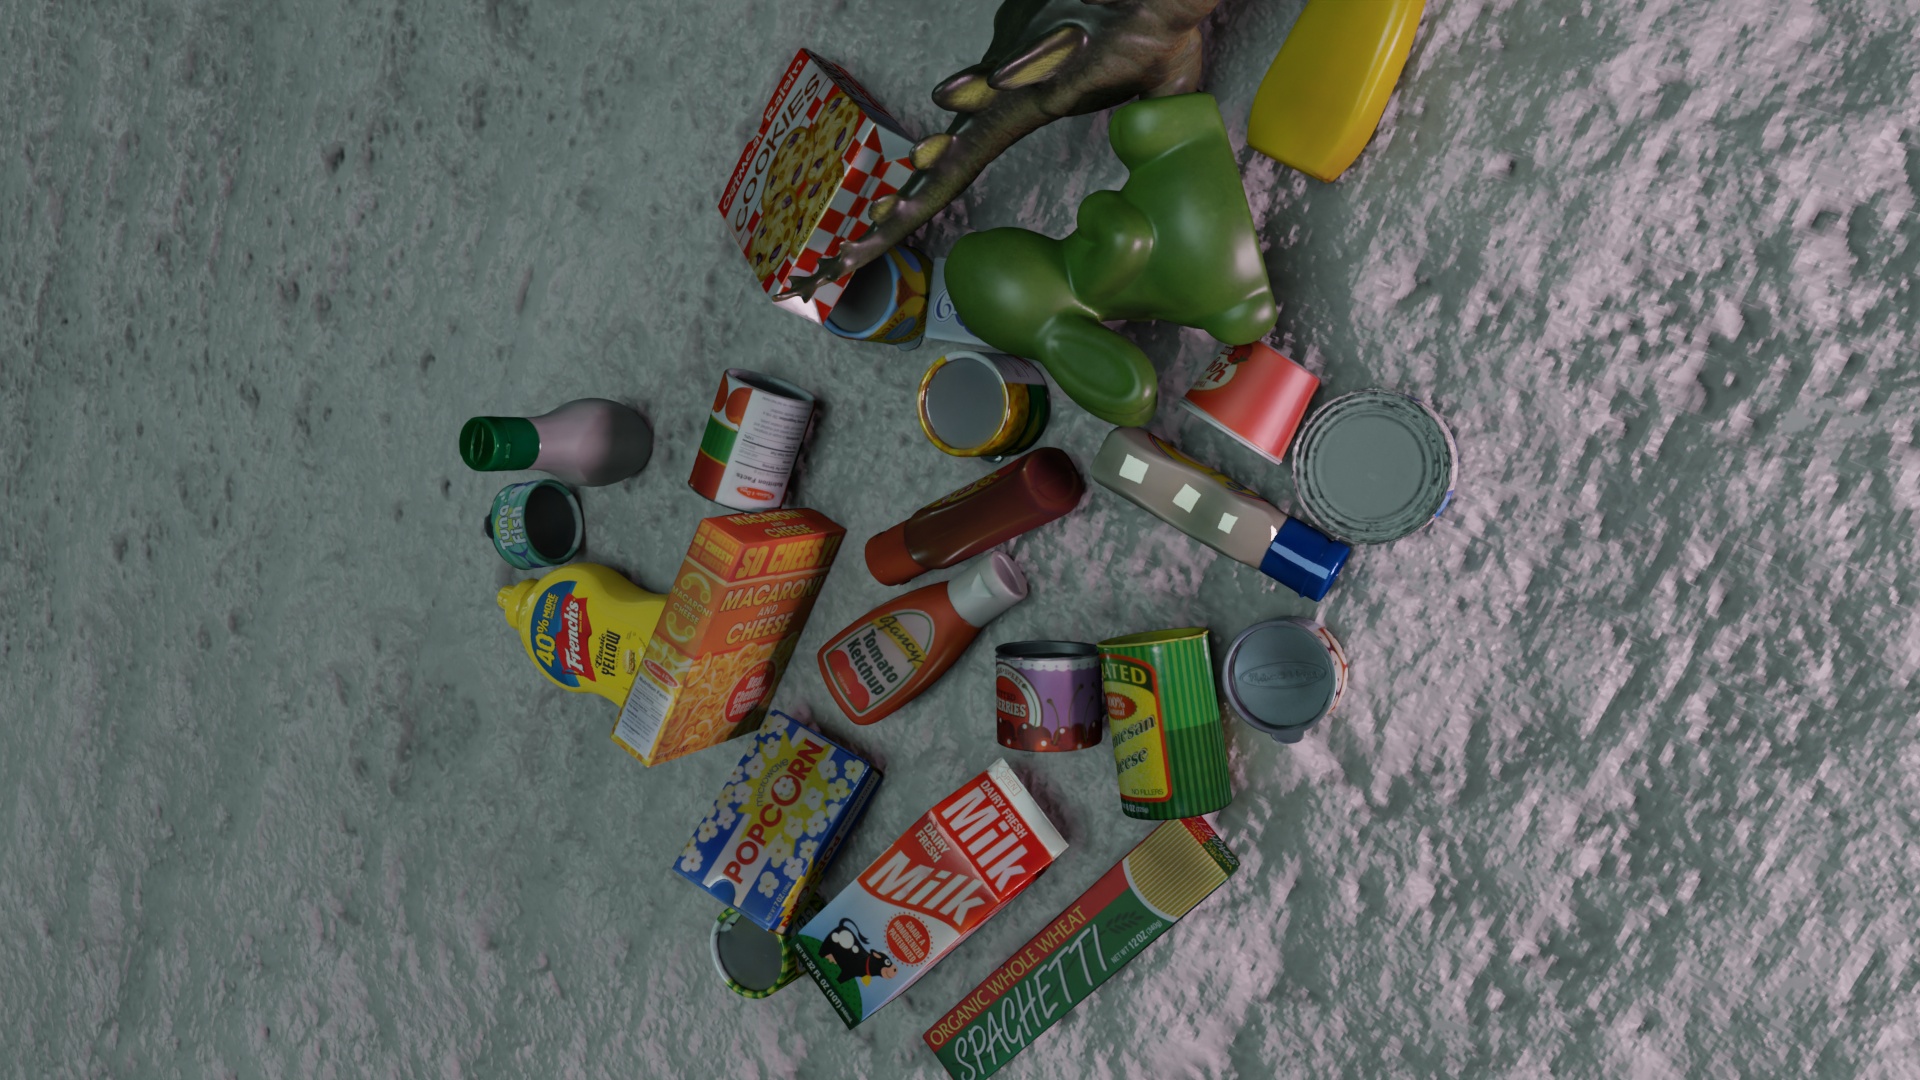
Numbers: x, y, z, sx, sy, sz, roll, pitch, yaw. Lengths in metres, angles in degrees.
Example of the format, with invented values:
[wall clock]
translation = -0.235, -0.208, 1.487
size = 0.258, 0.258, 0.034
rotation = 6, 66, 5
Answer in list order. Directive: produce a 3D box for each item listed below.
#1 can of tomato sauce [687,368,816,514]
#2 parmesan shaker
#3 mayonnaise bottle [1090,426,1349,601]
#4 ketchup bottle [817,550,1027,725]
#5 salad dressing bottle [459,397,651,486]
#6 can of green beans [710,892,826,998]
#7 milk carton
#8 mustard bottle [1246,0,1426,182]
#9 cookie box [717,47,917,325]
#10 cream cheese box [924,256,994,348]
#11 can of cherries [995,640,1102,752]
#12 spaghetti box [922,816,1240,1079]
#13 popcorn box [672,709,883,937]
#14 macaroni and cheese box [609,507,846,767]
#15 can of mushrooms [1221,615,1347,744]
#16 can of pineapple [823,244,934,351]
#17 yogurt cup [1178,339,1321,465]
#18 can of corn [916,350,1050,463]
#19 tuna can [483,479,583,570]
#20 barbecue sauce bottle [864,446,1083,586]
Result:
[can of tomato sauce]
translation = -0.142, -0.068, 0.944
size = 0.071, 0.071, 0.083
rotation = 26, 105, 24
[parmesan shaker]
translation = 0.122, 0.107, 0.815
size = 0.071, 0.071, 0.103
rotation = -9, 90, 28
[mayonnaise bottle]
translation = 0.149, -0.017, 0.799
size = 0.148, 0.065, 0.041
rotation = 31, 104, 18
[ketchup bottle]
translation = -0.023, 0.060, 0.903
size = 0.148, 0.043, 0.065
rotation = -36, 77, 24
[salad dressing bottle]
translation = -0.280, -0.068, 0.969
size = 0.044, 0.148, 0.064
rotation = 18, 102, 26
[can of green beans]
translation = -0.131, 0.277, 0.966
size = 0.071, 0.058, 0.071
rotation = 2, 95, 27
[milk carton]
translation = -0.015, 0.223, 0.893
size = 0.190, 0.073, 0.072
rotation = -45, 73, 22
[mustard bottle]
translation = 0.216, -0.277, 0.751
size = 0.065, 0.049, 0.159
rotation = 34, 107, 21
[cookie box]
translation = -0.094, -0.227, 0.874
size = 0.122, 0.040, 0.168
rotation = -57, 35, 19
[cream cheese box]
translation = 0.029, -0.146, 0.871
size = 0.104, 0.024, 0.053
rotation = 12, 99, 26
[can of cherries]
translation = 0.052, 0.095, 0.850
size = 0.071, 0.071, 0.058
rotation = 2, 96, 28
[spaghetti box]
translation = 0.071, 0.262, 0.876
size = 0.249, 0.029, 0.050
rotation = -47, 72, 22
[popcorn box]
translation = -0.121, 0.189, 0.936
size = 0.085, 0.038, 0.127
rotation = 26, 75, 23
[macaroni and cheese box]
translation = -0.153, 0.060, 0.925
size = 0.040, 0.124, 0.166
rotation = 31, 107, 21
[can of mushrooms]
translation = 0.187, 0.079, 0.800
size = 0.071, 0.033, 0.071
rotation = 2, 94, 27
[can of pineapple]
translation = -0.053, -0.159, 0.895
size = 0.071, 0.058, 0.071
rotation = 2, 95, 27
[yogurt cup]
translation = 0.166, -0.082, 0.783
size = 0.072, 0.072, 0.054
rotation = 36, 101, 21
[can of corn]
translation = 0.014, -0.082, 0.865
size = 0.071, 0.058, 0.071
rotation = 2, 95, 28
[tuna can]
translation = -0.317, -0.012, 1.036
size = 0.033, 0.071, 0.071
rotation = -8, 90, 27
[barbecue sauce bottle]
translation = 0.003, -0.011, 0.876
size = 0.148, 0.065, 0.043
rotation = -25, 90, 36
